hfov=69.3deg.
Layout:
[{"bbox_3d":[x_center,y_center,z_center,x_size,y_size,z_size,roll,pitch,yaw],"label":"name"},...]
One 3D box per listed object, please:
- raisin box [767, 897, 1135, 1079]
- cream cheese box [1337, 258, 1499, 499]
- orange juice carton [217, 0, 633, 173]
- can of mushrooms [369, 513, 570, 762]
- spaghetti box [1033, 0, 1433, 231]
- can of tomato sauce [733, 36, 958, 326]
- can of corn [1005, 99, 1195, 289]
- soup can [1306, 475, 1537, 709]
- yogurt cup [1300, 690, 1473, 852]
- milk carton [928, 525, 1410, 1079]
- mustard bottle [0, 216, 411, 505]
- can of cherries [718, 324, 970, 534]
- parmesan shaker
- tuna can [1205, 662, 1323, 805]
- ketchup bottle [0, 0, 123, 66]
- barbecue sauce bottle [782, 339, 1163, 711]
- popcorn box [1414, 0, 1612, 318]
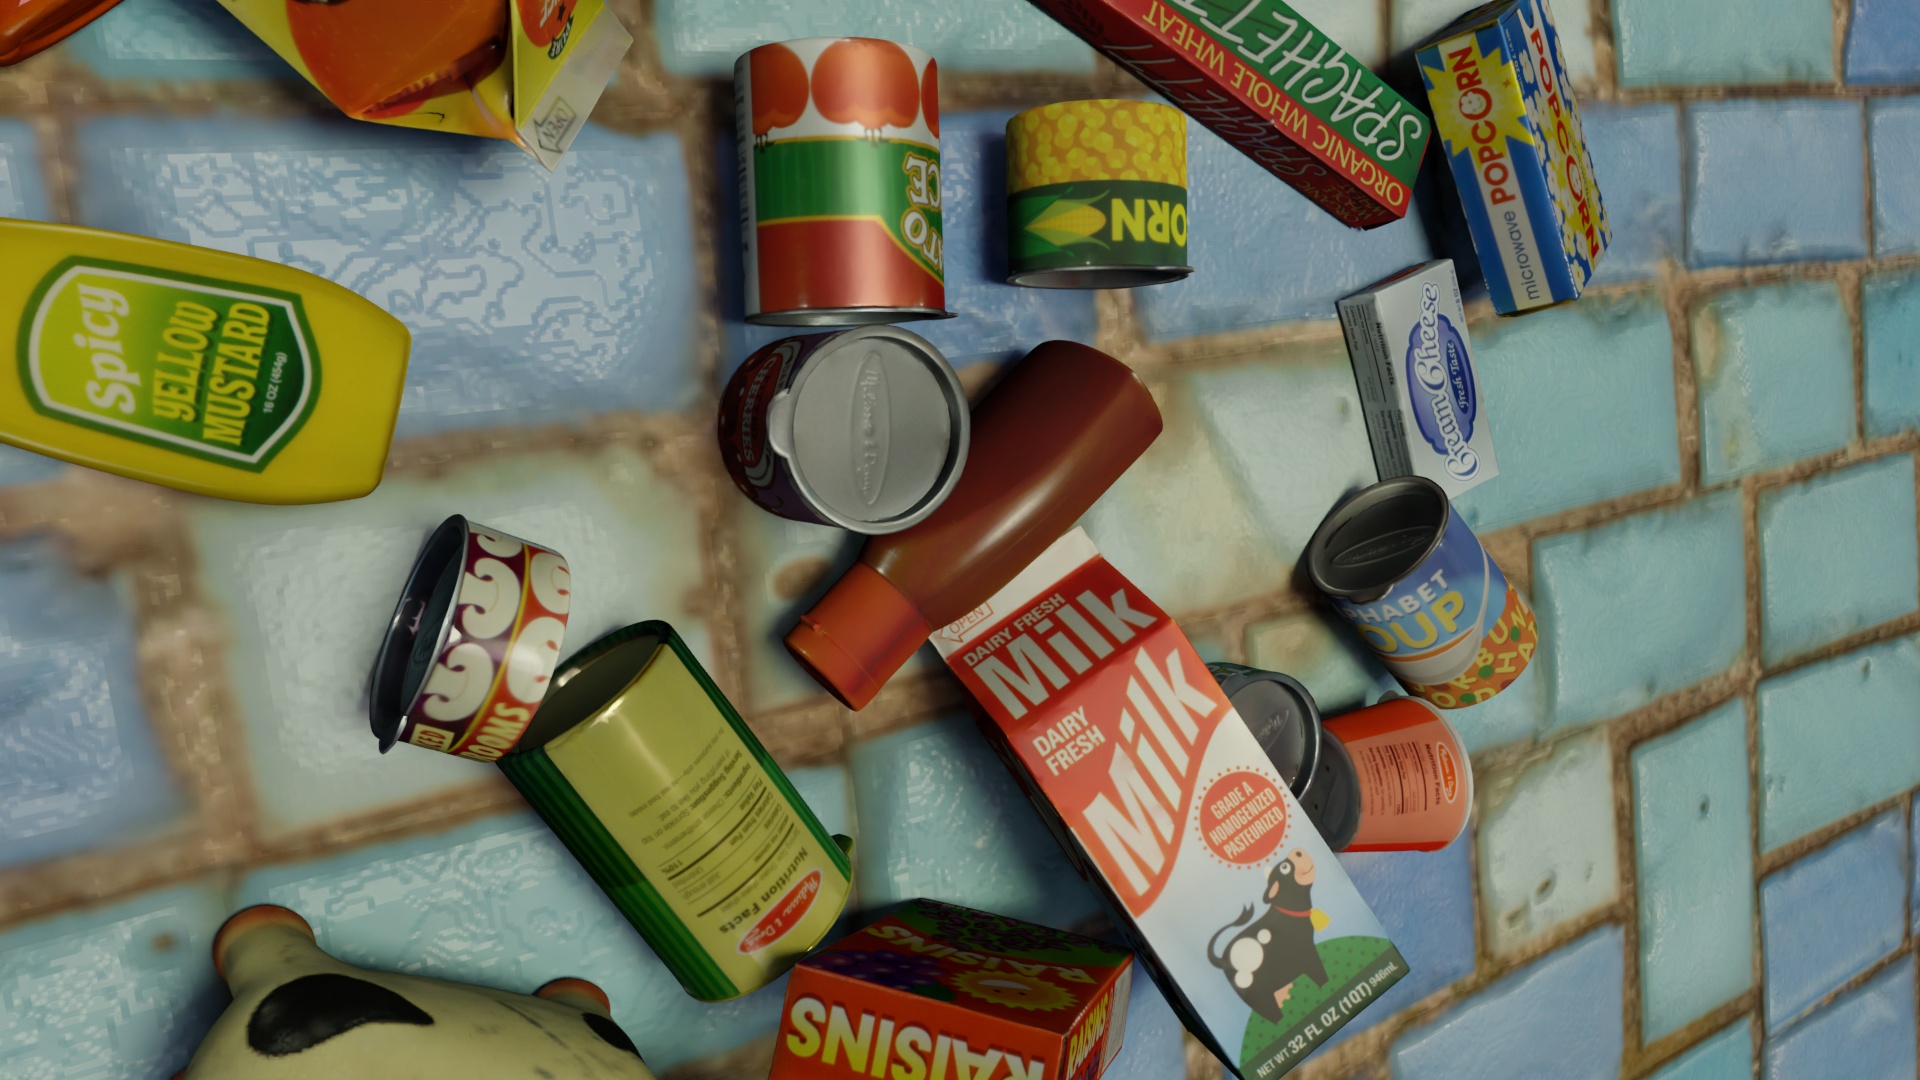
[{"bbox_3d":[0.003,0.153,0.449,0.123,0.086,0.040,20,80,-73],"label":"raisin box"},{"bbox_3d":[0.207,-0.069,0.625,0.053,0.024,0.103,-25,105,-26],"label":"cream cheese box"},{"bbox_3d":[-0.163,-0.180,0.345,0.192,0.073,0.072,43,40,-31],"label":"orange juice carton"},{"bbox_3d":[-0.141,0.031,0.398,0.033,0.071,0.071,23,82,-32],"label":"can of mushrooms"},{"bbox_3d":[0.094,-0.201,0.546,0.250,0.028,0.050,24,80,-30],"label":"spaghetti box"},{"bbox_3d":[-0.037,-0.113,0.451,0.071,0.071,0.083,-5,95,-30],"label":"can of tomato sauce"},{"bbox_3d":[0.051,-0.123,0.501,0.071,0.071,0.058,-4,95,-31],"label":"can of corn"},{"bbox_3d":[0.200,0.026,0.602,0.083,0.071,0.071,45,71,-25],"label":"soup can"},{"bbox_3d":[0.176,0.103,0.596,0.054,0.072,0.072,-3,95,-22],"label":"yogurt cup"},{"bbox_3d":[0.068,0.091,0.502,0.072,0.073,0.190,-34,93,-9],"label":"milk carton"},{"bbox_3d":[-0.228,-0.050,0.352,0.160,0.049,0.065,11,86,-31],"label":"mustard bottle"},{"bbox_3d":[-0.042,-0.038,0.459,0.071,0.058,0.071,-3,96,-31],"label":"can of cherries"},{"bbox_3d":[-0.087,0.082,0.436,0.071,0.071,0.103,-41,112,-22],"label":"parmesan shaker"},{"bbox_3d":[0.114,0.082,0.574,0.071,0.033,0.071,-3,95,-31],"label":"tuna can"},{"bbox_3d":[-0.263,-0.190,0.325,0.148,0.043,0.065,51,62,-23],"label":"ketchup bottle"},{"bbox_3d":[0.002,-0.006,0.486,0.149,0.065,0.043,-46,126,-14],"label":"barbecue sauce bottle"},{"bbox_3d":[0.250,-0.174,0.620,0.085,0.038,0.126,-42,115,-45],"label":"popcorn box"}]
